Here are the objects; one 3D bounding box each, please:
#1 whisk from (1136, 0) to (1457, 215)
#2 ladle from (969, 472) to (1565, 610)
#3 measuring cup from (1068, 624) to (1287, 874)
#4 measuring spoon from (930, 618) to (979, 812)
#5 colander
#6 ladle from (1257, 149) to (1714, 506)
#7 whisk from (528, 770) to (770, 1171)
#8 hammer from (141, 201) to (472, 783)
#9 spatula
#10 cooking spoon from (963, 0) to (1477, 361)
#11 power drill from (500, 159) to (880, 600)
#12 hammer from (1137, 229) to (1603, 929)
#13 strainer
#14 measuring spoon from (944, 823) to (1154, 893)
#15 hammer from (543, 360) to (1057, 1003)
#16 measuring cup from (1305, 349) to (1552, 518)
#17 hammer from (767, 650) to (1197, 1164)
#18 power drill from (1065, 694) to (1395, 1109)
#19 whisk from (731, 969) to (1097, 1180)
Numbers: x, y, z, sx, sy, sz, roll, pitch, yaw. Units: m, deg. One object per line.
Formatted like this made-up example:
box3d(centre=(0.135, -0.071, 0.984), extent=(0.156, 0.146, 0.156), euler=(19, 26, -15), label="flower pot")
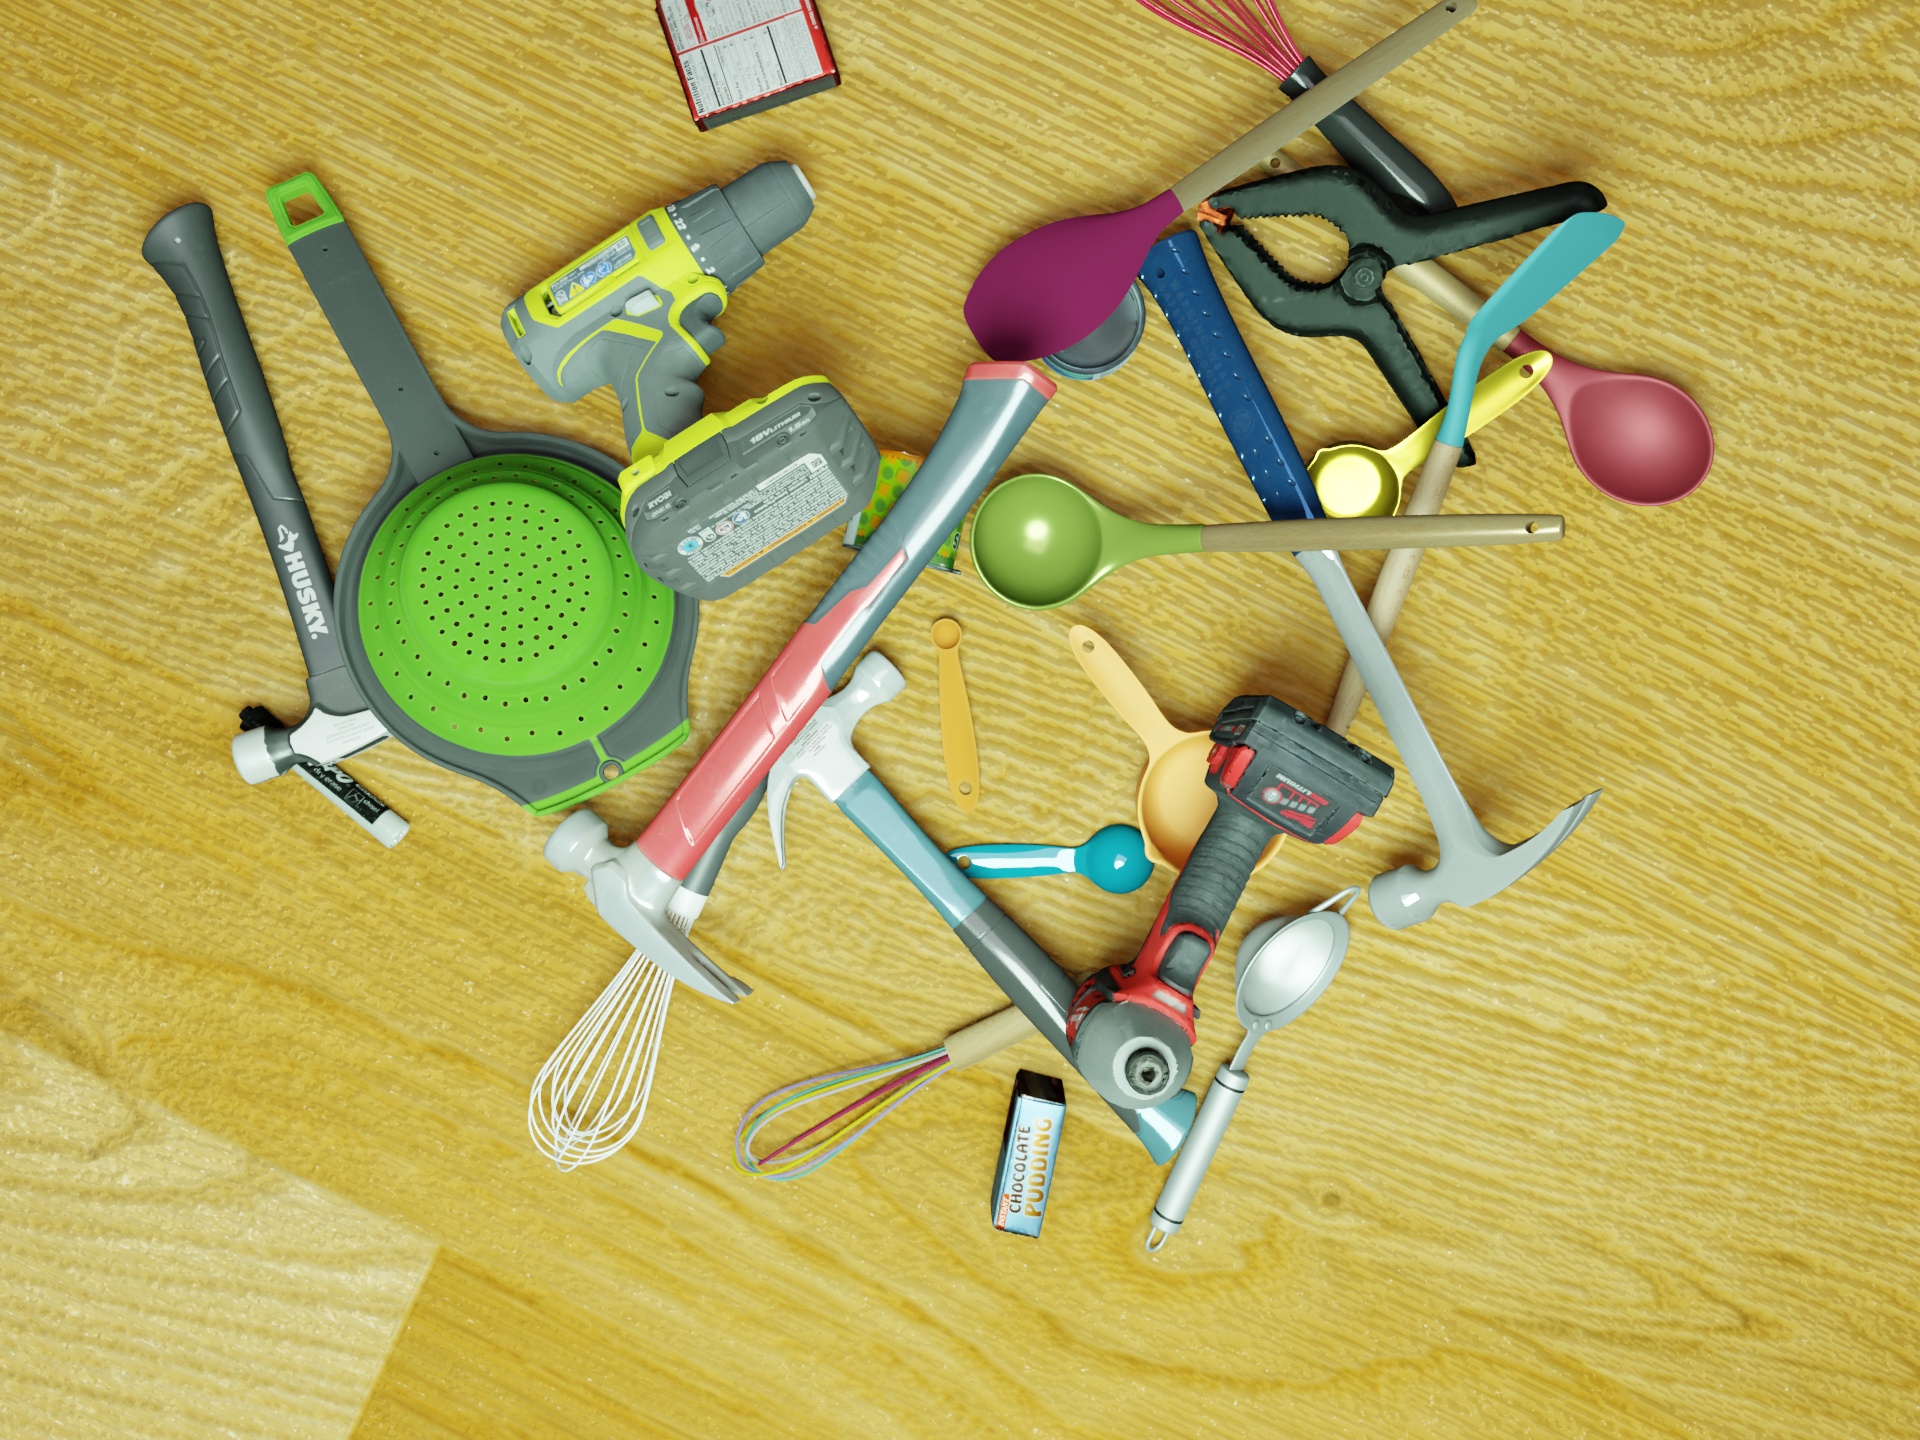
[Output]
box3d(centre=(0.173, -0.377, 0.891), extent=(0.296, 0.073, 0.073), euler=(43, 94, -6), label="whisk")
box3d(centre=(0.151, -0.098, 0.848), extent=(0.320, 0.062, 0.078), euler=(2, 96, 30), label="ladle")
box3d(centre=(0.118, 0.014, 0.921), extent=(0.095, 0.052, 0.173), euler=(-38, 90, 4), label="measuring cup")
box3d(centre=(-0.002, -0.003, 0.947), extent=(0.021, 0.011, 0.117), euler=(-5, 97, 17), label="measuring spoon")
box3d(centre=(-0.287, -0.141, 0.885), extent=(0.204, 0.094, 0.397), euler=(-29, 90, -12), label="colander")
box3d(centre=(0.294, -0.232, 0.910), extent=(0.315, 0.031, 0.069), euler=(38, 108, 2), label="ladle")
box3d(centre=(-0.177, 0.135, 0.943), extent=(0.070, 0.070, 0.284), euler=(26, 89, 0), label="whisk")
box3d(centre=(-0.400, -0.142, 0.935), extent=(0.146, 0.035, 0.335), euler=(-19, 90, -5), label="hammer")
box3d(centre=(0.266, -0.123, 0.867), extent=(0.044, 0.082, 0.317), euler=(31, 118, 31), label="spatula")
box3d(centre=(0.140, -0.301, 0.874), extent=(0.319, 0.017, 0.069), euler=(-33, 86, 9), label="cooking spoon")
box3d(centre=(-0.135, -0.196, 0.866), extent=(0.190, 0.080, 0.229), euler=(-31, 59, 4), label="power drill")
box3d(centre=(0.205, -0.089, 0.878), extent=(0.144, 0.035, 0.405), euler=(-33, 79, 47), label="hammer")
box3d(centre=(0.161, 0.202, 0.937), extent=(0.086, 0.050, 0.258), euler=(14, 103, -42), label="strainer")
box3d(centre=(0.051, 0.084, 0.942), extent=(0.128, 0.021, 0.042), euler=(-1, 94, 1), label="measuring spoon")
box3d(centre=(-0.066, -0.026, 0.868), extent=(0.143, 0.038, 0.386), euler=(40, 101, 8), label="hammer")
box3d(centre=(0.261, -0.159, 0.897), extent=(0.156, 0.029, 0.062), euler=(-35, 101, 18), label="measuring cup")
box3d(centre=(0.016, 0.120, 0.920), extent=(0.128, 0.033, 0.331), euler=(-43, 87, -6), label="hammer")
box3d(centre=(0.129, 0.099, 0.827), extent=(0.078, 0.143, 0.219), euler=(30, 91, -1), label="power drill")
box3d(centre=(-0.024, 0.212, 0.945), extent=(0.245, 0.047, 0.051), euler=(-26, 91, 1), label="whisk")
